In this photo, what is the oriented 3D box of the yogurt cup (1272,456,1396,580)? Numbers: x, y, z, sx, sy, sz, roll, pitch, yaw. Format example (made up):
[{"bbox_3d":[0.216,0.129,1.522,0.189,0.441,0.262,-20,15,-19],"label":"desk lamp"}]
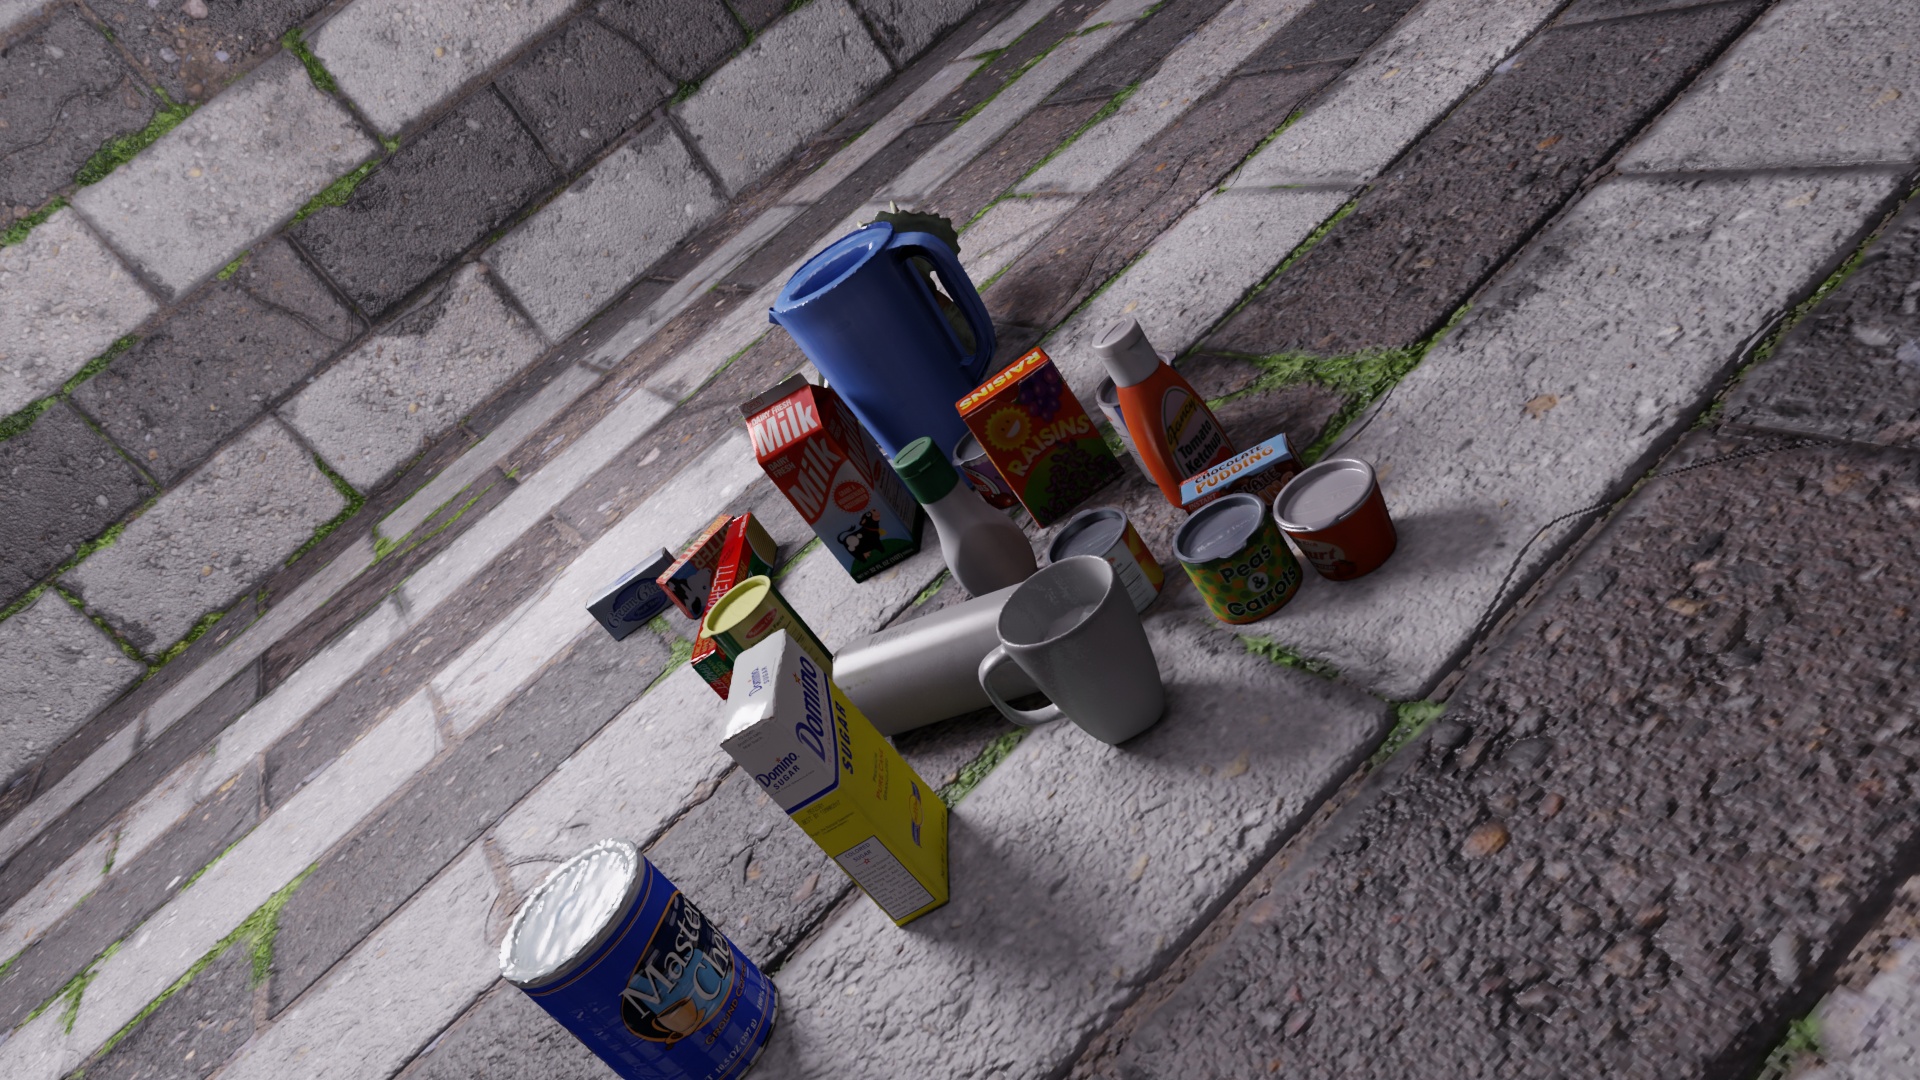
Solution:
[{"bbox_3d":[0.240,-0.012,0.879,0.072,0.053,0.073,-28,27,16],"label":"yogurt cup"}]

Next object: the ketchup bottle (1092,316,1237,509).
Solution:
[{"bbox_3d":[0.148,-0.096,1.023,0.065,0.148,0.043,-47,27,-21],"label":"ketchup bottle"}]

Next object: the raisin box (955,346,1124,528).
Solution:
[{"bbox_3d":[0.065,-0.083,1.133,0.086,0.123,0.040,-34,26,5],"label":"raisin box"}]

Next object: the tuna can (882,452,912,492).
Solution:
[{"bbox_3d":[-0.073,-0.055,1.359,0.071,0.032,0.071,-28,27,16],"label":"tuna can"}]

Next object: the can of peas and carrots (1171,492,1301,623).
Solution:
[{"bbox_3d":[0.181,0.013,0.903,0.071,0.058,0.071,-28,27,16],"label":"can of peas and carrots"}]

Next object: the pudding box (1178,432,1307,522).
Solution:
[{"bbox_3d":[0.201,-0.034,0.969,0.083,0.049,0.030,-26,27,19],"label":"pudding box"}]

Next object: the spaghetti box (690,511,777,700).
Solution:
[{"bbox_3d":[-0.212,0.057,1.322,0.028,0.050,0.251,-29,27,16],"label":"spaghetti box"}]

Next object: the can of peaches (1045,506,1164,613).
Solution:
[{"bbox_3d":[0.103,0.017,0.992,0.071,0.058,0.071,-28,27,16],"label":"can of peaches"}]

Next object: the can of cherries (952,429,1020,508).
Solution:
[{"bbox_3d":[0.034,-0.069,1.221,0.071,0.058,0.072,-28,27,16],"label":"can of cherries"}]

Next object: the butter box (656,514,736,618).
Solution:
[{"bbox_3d":[-0.258,0.026,1.426,0.024,0.053,0.104,3,46,53],"label":"butter box"}]

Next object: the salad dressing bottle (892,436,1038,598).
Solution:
[{"bbox_3d":[0.004,-0.013,1.063,0.064,0.147,0.044,-38,25,-3],"label":"salad dressing bottle"}]

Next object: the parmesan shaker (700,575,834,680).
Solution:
[{"bbox_3d":[-0.154,0.090,1.135,0.071,0.103,0.071,-29,27,16],"label":"parmesan shaker"}]

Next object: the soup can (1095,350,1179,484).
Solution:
[{"bbox_3d":[0.157,-0.096,1.088,0.071,0.083,0.072,-29,27,16],"label":"soup can"}]

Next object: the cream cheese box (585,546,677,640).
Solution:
[{"bbox_3d":[-0.340,0.057,1.473,0.104,0.053,0.024,-34,26,5],"label":"cream cheese box"}]

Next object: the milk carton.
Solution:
[{"bbox_3d":[-0.115,-0.062,1.240,0.072,0.190,0.074,-27,27,19],"label":"milk carton"}]
